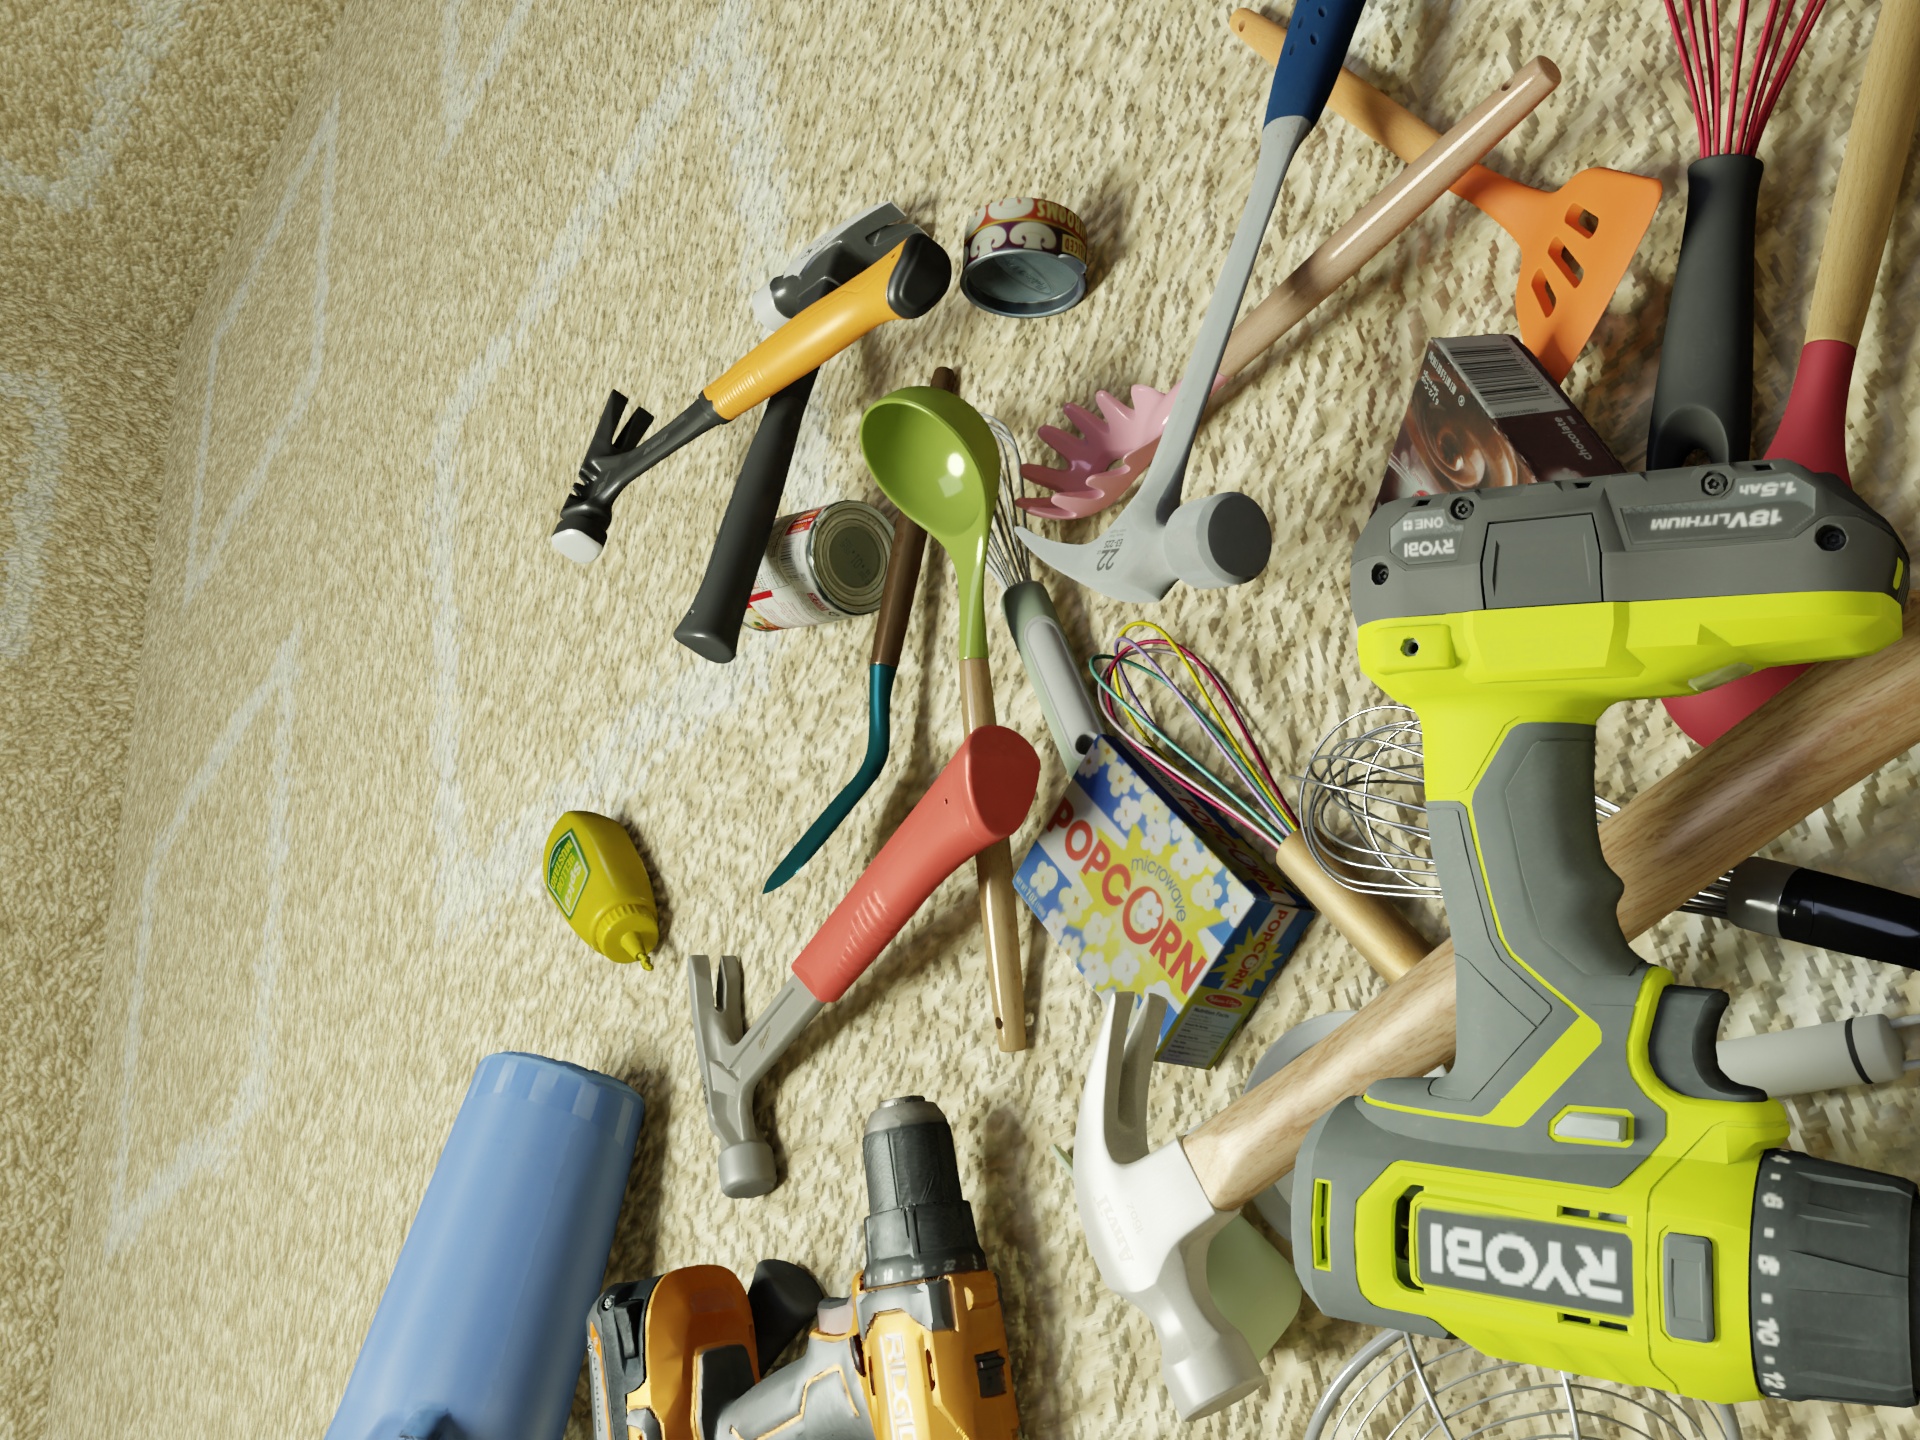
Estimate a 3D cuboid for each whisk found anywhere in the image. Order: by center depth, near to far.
[{"bbox_3d":[0.221,0.049,0.501,0.285,0.070,0.070,16,90,49],"label":"whisk"},{"bbox_3d":[0.261,-0.206,0.538,0.073,0.073,0.296,5,87,53],"label":"whisk"},{"bbox_3d":[0.123,0.034,0.641,0.047,0.051,0.245,-54,44,16],"label":"whisk"},{"bbox_3d":[0.029,-0.069,0.797,0.059,0.058,0.247,82,170,-57],"label":"whisk"}]

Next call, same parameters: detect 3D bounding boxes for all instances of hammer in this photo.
[{"bbox_3d":[0.158,0.079,0.492,0.331,0.031,0.130,-44,54,24],"label":"hammer"},{"bbox_3d":[0.128,-0.235,0.663,0.144,0.035,0.405,-2,65,62],"label":"hammer"},{"bbox_3d":[-0.061,0.107,0.805,0.359,0.036,0.149,-53,41,44],"label":"hammer"},{"bbox_3d":[-0.188,0.448,0.902,0.408,0.036,0.149,-56,42,23],"label":"hammer"},{"bbox_3d":[-0.126,-0.198,0.925,0.337,0.034,0.127,-20,46,44],"label":"hammer"},{"bbox_3d":[-0.104,-0.173,0.937,0.146,0.035,0.335,-23,43,41],"label":"hammer"}]

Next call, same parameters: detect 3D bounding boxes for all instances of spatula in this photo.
[{"bbox_3d":[0.183,-0.242,0.662,0.323,0.041,0.081,62,142,45],"label":"spatula"},{"bbox_3d":[-0.047,-0.056,0.871,0.082,0.044,0.318,145,138,-67],"label":"spatula"}]

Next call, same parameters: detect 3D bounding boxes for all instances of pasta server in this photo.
[{"bbox_3d":[0.124,-0.172,0.683,0.316,0.040,0.060,-38,36,50],"label":"pasta server"}]

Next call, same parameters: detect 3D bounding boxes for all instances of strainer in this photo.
[{"bbox_3d":[0.189,0.128,0.524,0.258,0.050,0.087,-23,57,40],"label":"strainer"}]

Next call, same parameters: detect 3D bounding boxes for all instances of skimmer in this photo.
[{"bbox_3d":[0.103,0.280,0.565,0.363,0.127,0.090,-43,10,51],"label":"skimmer"}]

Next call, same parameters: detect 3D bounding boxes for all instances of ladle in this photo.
[{"bbox_3d":[0.282,-0.141,0.504,0.069,0.031,0.315,14,84,20],"label":"ladle"},{"bbox_3d":[-0.001,-0.002,0.758,0.078,0.062,0.320,-15,79,56],"label":"ladle"}]

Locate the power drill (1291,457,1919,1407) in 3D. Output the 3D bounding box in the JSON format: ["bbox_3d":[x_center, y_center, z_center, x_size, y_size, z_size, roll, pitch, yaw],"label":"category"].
[{"bbox_3d":[0.184,0.056,0.408,0.190,0.080,0.228,-2,85,34],"label":"power drill"}]

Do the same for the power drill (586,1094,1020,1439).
[{"bbox_3d":[-0.075,0.287,0.748,0.226,0.084,0.185,-23,66,33],"label":"power drill"}]

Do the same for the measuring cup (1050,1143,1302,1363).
[{"bbox_3d":[0.079,0.194,0.637,0.038,0.083,0.168,-46,18,-7],"label":"measuring cup"}]
